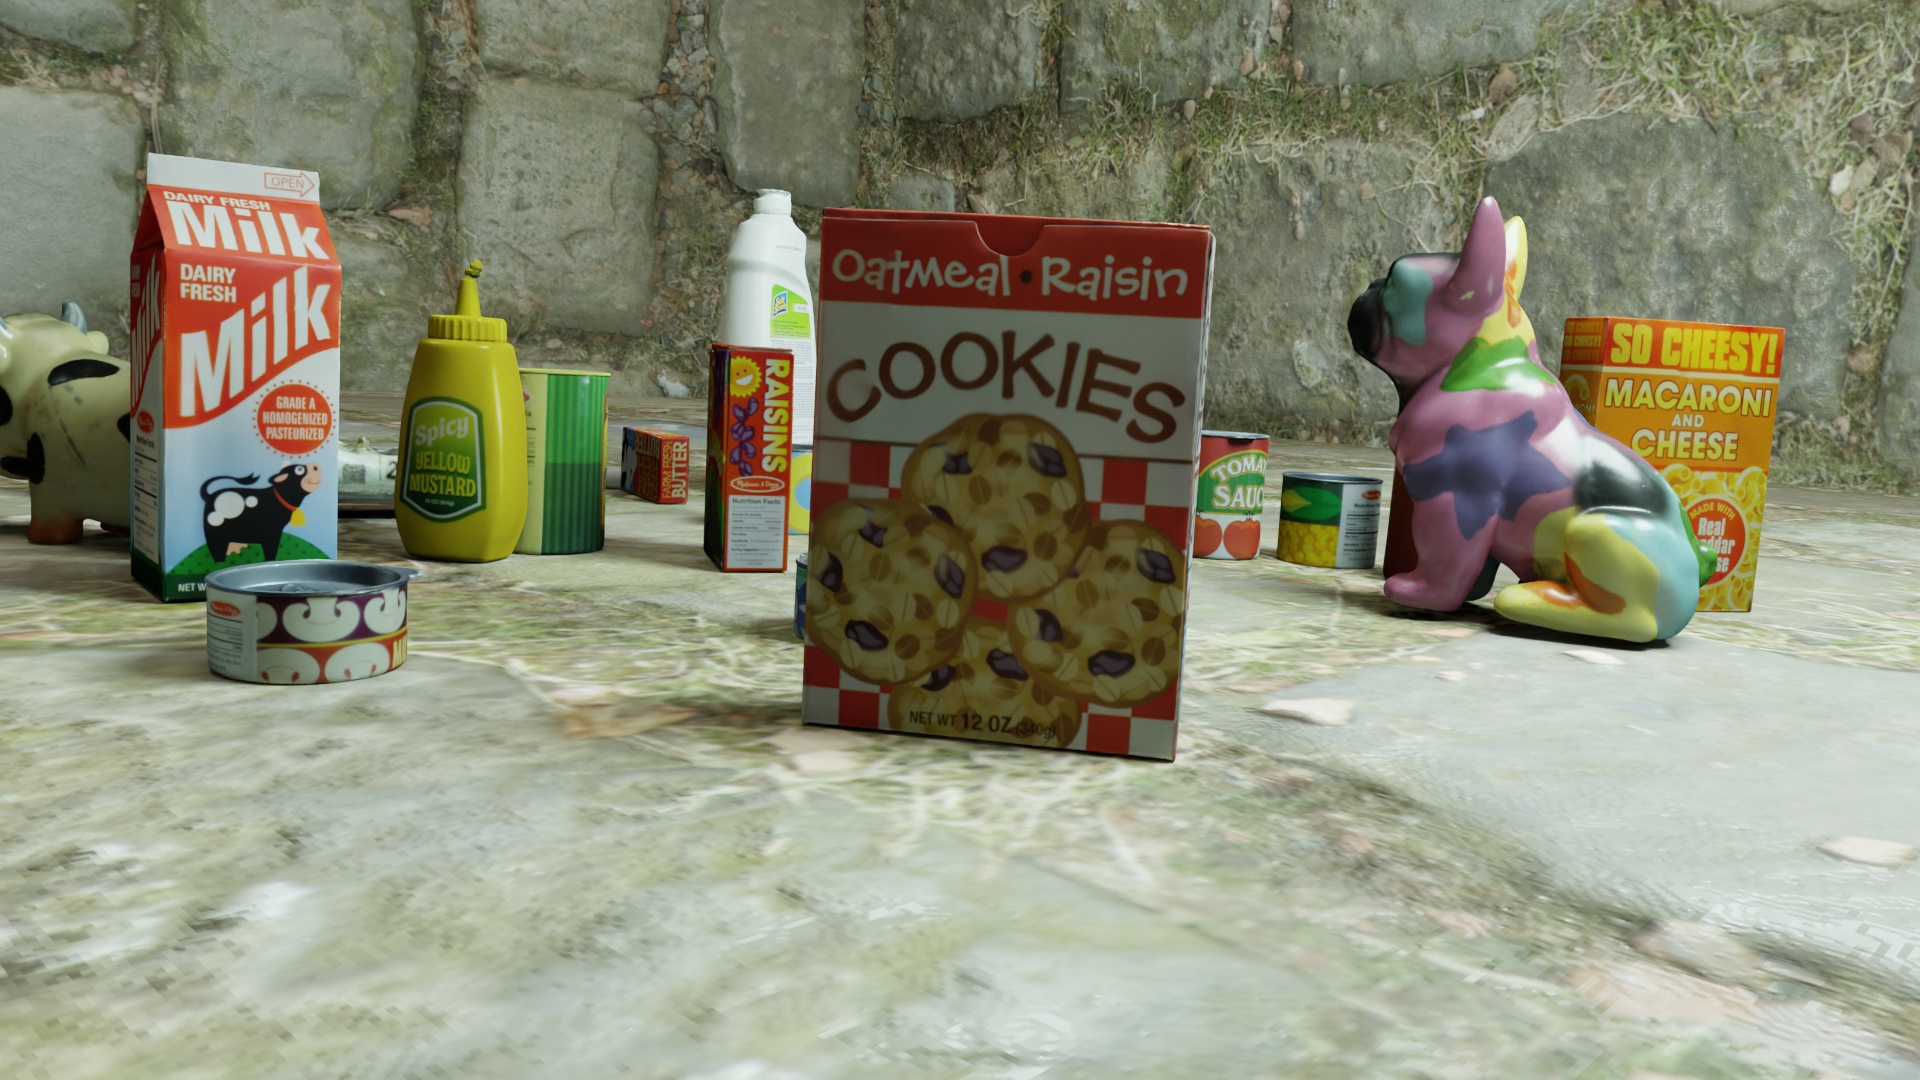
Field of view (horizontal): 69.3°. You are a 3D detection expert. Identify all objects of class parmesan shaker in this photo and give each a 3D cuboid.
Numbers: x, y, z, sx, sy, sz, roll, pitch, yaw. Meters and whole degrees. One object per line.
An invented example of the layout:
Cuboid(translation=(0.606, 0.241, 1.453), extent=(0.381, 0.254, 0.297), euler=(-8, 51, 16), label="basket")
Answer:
Cuboid(translation=(-0.239, -0.047, 0.803), extent=(0.071, 0.103, 0.071), euler=(3, 7, 0), label="parmesan shaker")

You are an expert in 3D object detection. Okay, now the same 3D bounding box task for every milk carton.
Cuboid(translation=(-0.327, -0.073, 0.625), extent=(0.072, 0.190, 0.073), euler=(-3, 9, -41), label="milk carton")

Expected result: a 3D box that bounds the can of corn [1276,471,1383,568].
Cuboid(translation=(0.246, -0.015, 0.936), extent=(0.071, 0.058, 0.071), euler=(3, 7, 0), label="can of corn")

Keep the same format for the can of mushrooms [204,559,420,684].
Cuboid(translation=(-0.231, 0.028, 0.498), extent=(0.071, 0.033, 0.071), euler=(3, 7, 0), label="can of mushrooms")

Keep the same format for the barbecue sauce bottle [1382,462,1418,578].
Cuboid(translation=(0.297, -0.049, 0.870), extent=(0.043, 0.148, 0.065), euler=(9, 9, 40), label="barbecue sauce bottle")

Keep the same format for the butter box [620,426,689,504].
Cuboid(translation=(-0.241, -0.060, 1.093), extent=(0.024, 0.053, 0.103), euler=(-1, 8, -30), label="butter box")

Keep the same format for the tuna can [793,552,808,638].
Cuboid(translation=(-0.042, 0.025, 0.607), extent=(0.071, 0.032, 0.071), euler=(3, 7, 0), label="tuna can")

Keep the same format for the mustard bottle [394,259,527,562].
Cuboid(translation=(-0.266, -0.070, 0.743), extent=(0.065, 0.160, 0.049), euler=(4, 7, 5), label="mustard bottle")

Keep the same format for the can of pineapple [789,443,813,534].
Cuboid(translation=(-0.116, -0.036, 0.947), extent=(0.071, 0.057, 0.071), euler=(3, 7, 0), label="can of pineapple")

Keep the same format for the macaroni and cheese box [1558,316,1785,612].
Cuboid(translation=(0.406, -0.044, 0.810), extent=(0.124, 0.166, 0.040), euler=(1, 7, -14), label="macaroni and cheese box")

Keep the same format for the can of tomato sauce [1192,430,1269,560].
Cuboid(translation=(0.174, -0.032, 0.940), extent=(0.071, 0.083, 0.071), euler=(3, 7, 0), label="can of tomato sauce")

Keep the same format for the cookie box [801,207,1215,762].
Cuboid(translation=(0.015, -0.019, 0.451), extent=(0.123, 0.167, 0.040), euler=(4, 7, 10), label="cookie box")

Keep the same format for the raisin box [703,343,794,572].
Cuboid(translation=(-0.122, -0.049, 0.788), extent=(0.040, 0.123, 0.086), euler=(1, 7, -17), label="raisin box")
